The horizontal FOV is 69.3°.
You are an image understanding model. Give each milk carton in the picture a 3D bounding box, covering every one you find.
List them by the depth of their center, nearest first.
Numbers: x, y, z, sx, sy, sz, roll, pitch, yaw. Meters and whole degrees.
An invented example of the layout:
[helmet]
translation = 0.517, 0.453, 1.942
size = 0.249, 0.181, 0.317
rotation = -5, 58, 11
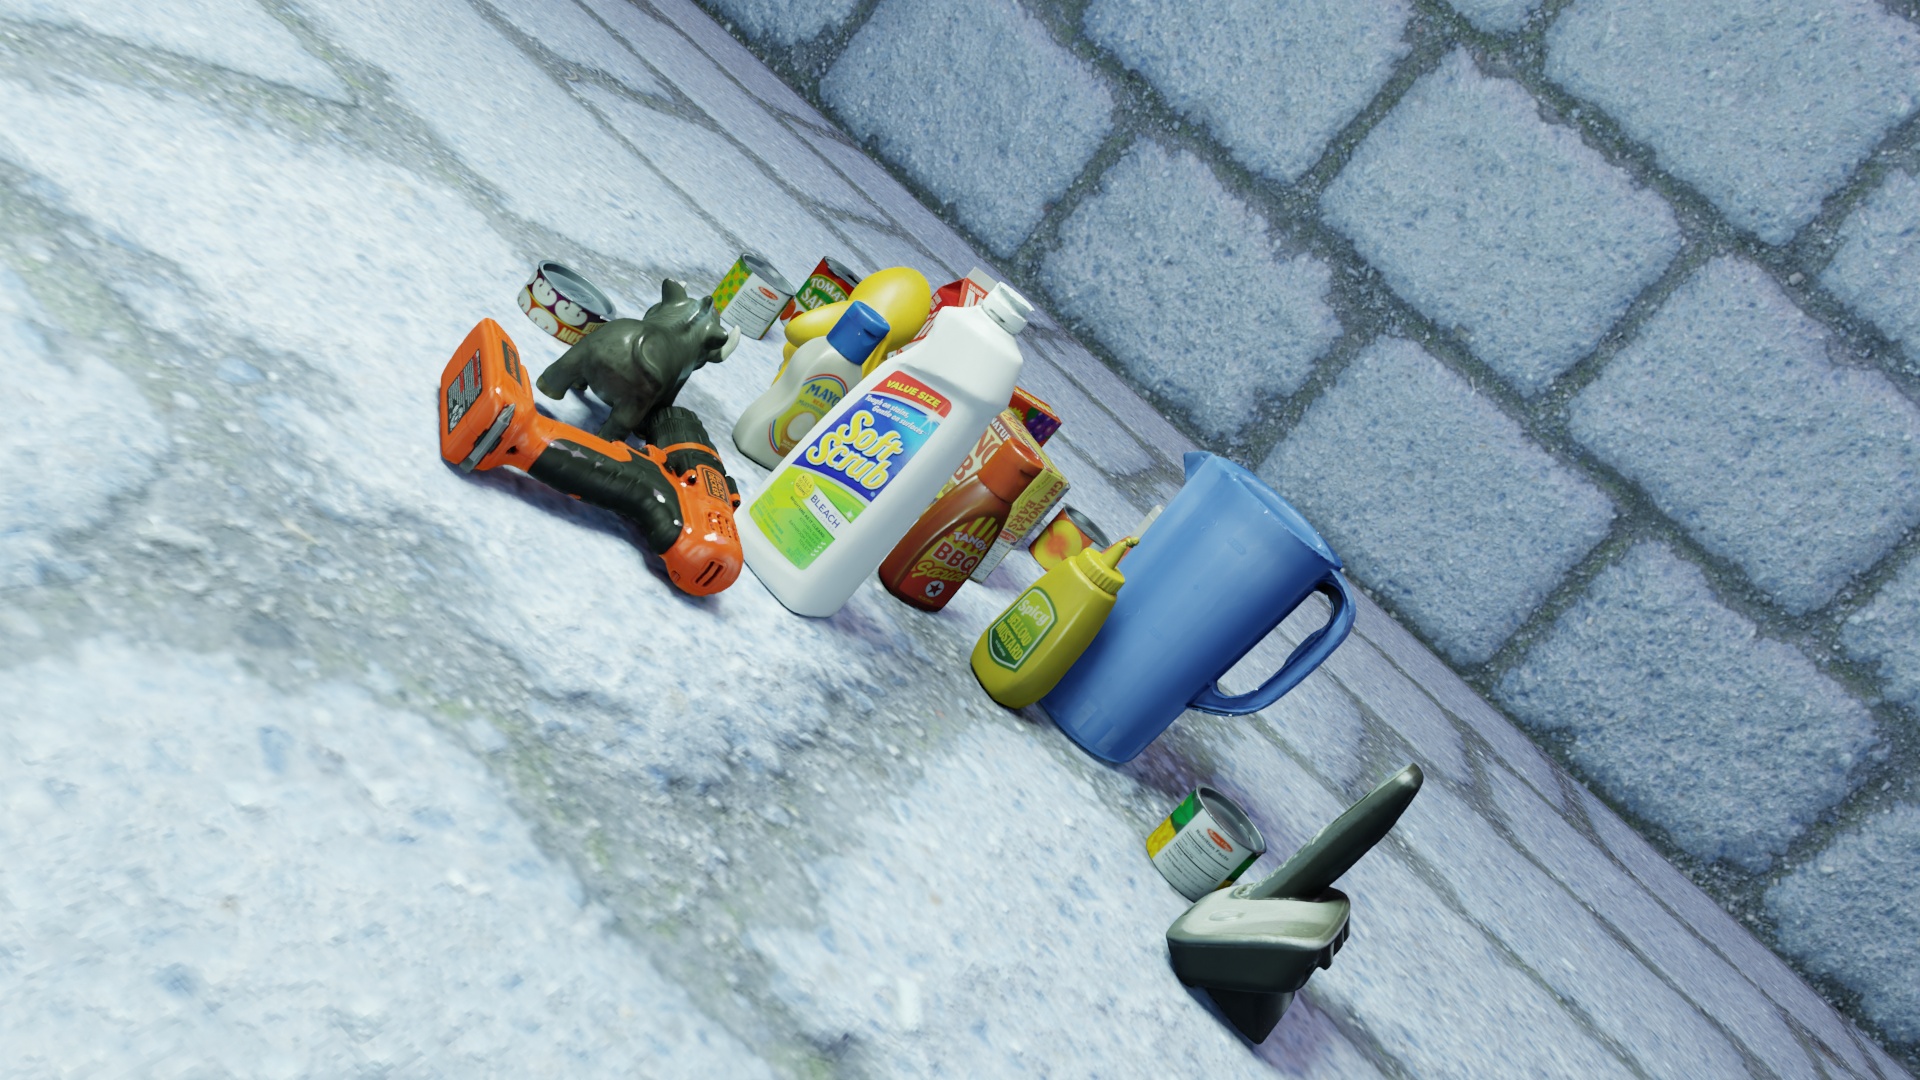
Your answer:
[milk carton]
translation = -0.020, -0.182, 1.390
size = 0.072, 0.190, 0.074
rotation = 32, 18, -29

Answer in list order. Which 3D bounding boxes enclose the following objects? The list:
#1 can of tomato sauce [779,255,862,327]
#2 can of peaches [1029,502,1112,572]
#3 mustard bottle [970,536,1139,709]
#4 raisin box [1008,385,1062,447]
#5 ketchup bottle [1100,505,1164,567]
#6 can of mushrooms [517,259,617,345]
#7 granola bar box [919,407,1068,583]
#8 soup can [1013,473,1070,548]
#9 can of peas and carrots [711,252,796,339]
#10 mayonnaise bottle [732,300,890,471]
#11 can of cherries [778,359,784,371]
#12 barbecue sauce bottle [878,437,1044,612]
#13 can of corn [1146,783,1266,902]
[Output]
[can of tomato sauce]
translation = -0.145, -0.252, 1.491
size = 0.071, 0.083, 0.071
rotation = 37, 16, -12
[can of peaches]
translation = 0.112, 0.005, 1.430
size = 0.071, 0.058, 0.071
rotation = 37, 16, -12
[mustard bottle]
translation = 0.075, 0.053, 1.034
size = 0.049, 0.160, 0.065
rotation = 25, 22, -44
[raisin box]
translation = 0.031, -0.098, 1.404
size = 0.086, 0.123, 0.040
rotation = 26, 21, -41
[ketchup bottle]
translation = 0.143, 0.034, 1.257
size = 0.065, 0.148, 0.043
rotation = 42, 16, 7
[can of mushrooms]
translation = -0.293, -0.175, 1.040
size = 0.071, 0.033, 0.071
rotation = 37, 16, -12
[granola bar box]
translation = 0.011, -0.061, 1.257
size = 0.039, 0.124, 0.166
rotation = 26, 21, -42
[soup can]
translation = 0.057, -0.045, 1.392
size = 0.071, 0.083, 0.071
rotation = 37, 16, -12
[can of peas and carrots]
translation = -0.205, -0.241, 1.370
size = 0.071, 0.058, 0.071
rotation = 37, 16, -12
[mayonnaise bottle]
translation = -0.114, -0.121, 1.093
size = 0.064, 0.147, 0.041
rotation = 28, 20, -37
[can of cherries]
translation = -0.131, -0.168, 1.341
size = 0.071, 0.058, 0.072
rotation = 37, 16, -12
[barbecue sauce bottle]
translation = 0.004, -0.013, 1.070
size = 0.065, 0.148, 0.044
rotation = 27, 21, -41
[can of corn]
translation = 0.178, 0.220, 1.005
size = 0.071, 0.058, 0.071
rotation = 37, 16, -12
